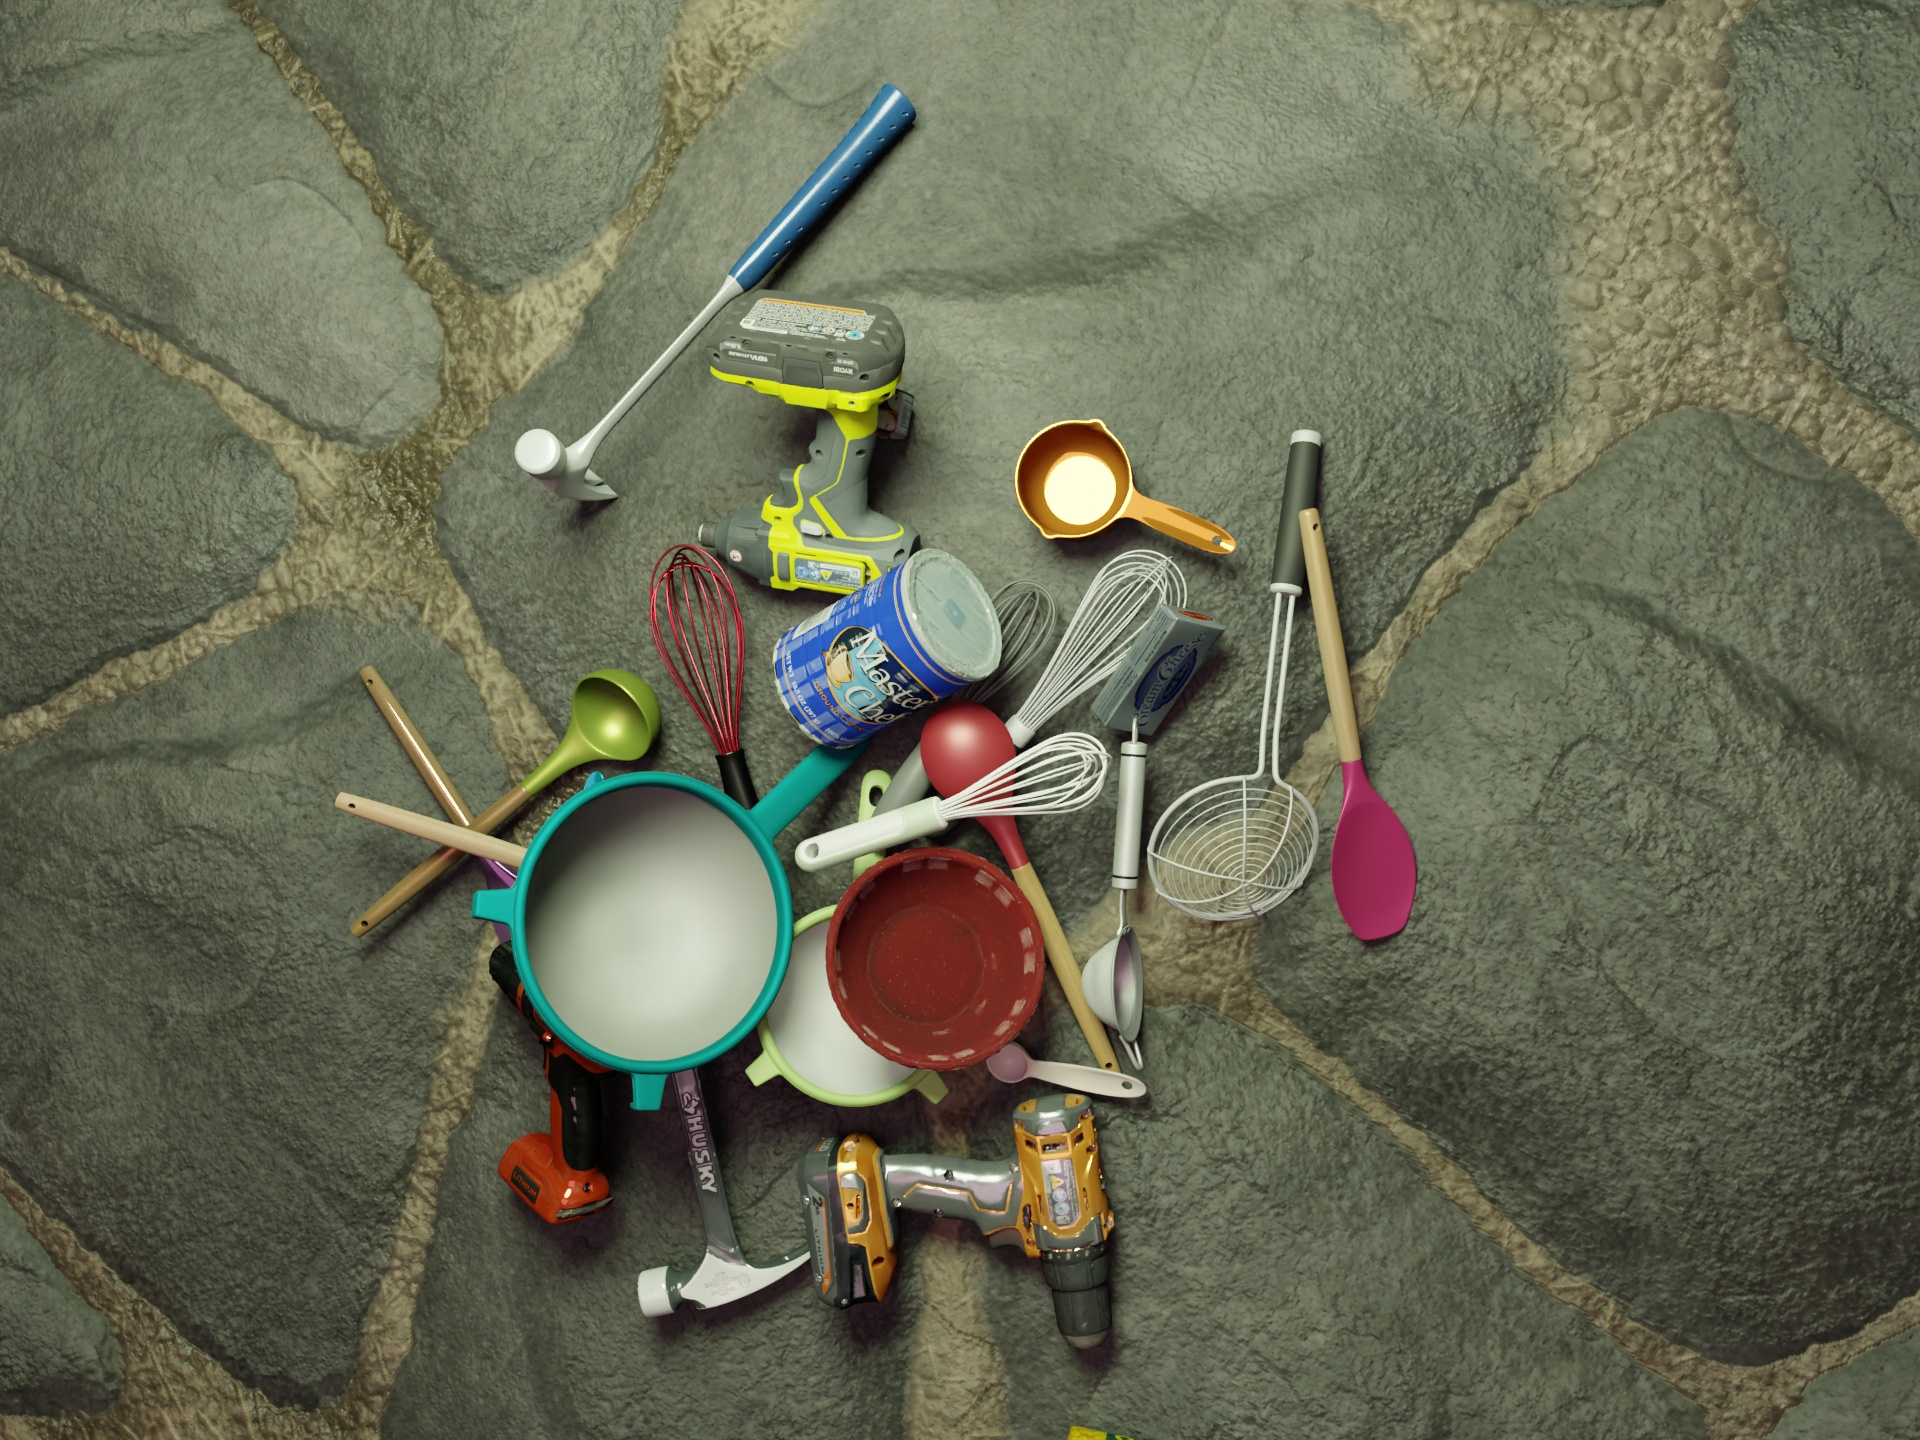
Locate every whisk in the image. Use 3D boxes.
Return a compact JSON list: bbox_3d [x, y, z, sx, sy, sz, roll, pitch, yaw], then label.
[{"bbox_3d":[-0.008,0.064,1.144,0.246,0.059,0.058,-19,65,13],"label":"whisk"},{"bbox_3d":[-0.186,0.006,1.250,0.073,0.073,0.296,-13,93,10],"label":"whisk"},{"bbox_3d":[0.065,-0.016,1.201,0.070,0.070,0.284,43,102,8],"label":"whisk"},{"bbox_3d":[-0.001,-0.003,1.209,0.055,0.055,0.239,33,91,9],"label":"whisk"}]

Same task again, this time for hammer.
[{"bbox_3d":[-0.213,0.252,1.231,0.149,0.036,0.409,-11,94,0],"label":"hammer"},{"bbox_3d":[-0.181,-0.328,1.231,0.035,0.144,0.405,41,88,6],"label":"hammer"}]

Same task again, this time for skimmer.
[{"bbox_3d":[0.221,-0.033,1.181,0.127,0.090,0.363,11,80,-13],"label":"skimmer"}]

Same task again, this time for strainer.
[{"bbox_3d":[-0.196,0.110,1.181,0.340,0.095,0.211,-45,105,-35],"label":"strainer"},{"bbox_3d":[-0.079,0.168,1.228,0.151,0.069,0.256,7,72,-8],"label":"strainer"},{"bbox_3d":[0.119,0.127,1.175,0.050,0.087,0.258,4,91,20],"label":"strainer"}]

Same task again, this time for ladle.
[{"bbox_3d":[-0.369,0.073,1.269,0.320,0.062,0.078,-39,94,4],"label":"ladle"},{"bbox_3d":[0.054,0.132,1.190,0.069,0.031,0.315,-24,98,4],"label":"ladle"}]

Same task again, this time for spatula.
[{"bbox_3d":[-0.407,0.088,1.308,0.060,0.018,0.316,-35,84,9],"label":"spatula"}]

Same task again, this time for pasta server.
[{"bbox_3d":[-0.336,0.112,1.248,0.316,0.040,0.060,19,94,-6],"label":"pasta server"}]

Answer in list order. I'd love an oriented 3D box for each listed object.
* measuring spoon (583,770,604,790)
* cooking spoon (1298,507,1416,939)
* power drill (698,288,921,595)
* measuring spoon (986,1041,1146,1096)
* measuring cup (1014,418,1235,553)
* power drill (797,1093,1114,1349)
[{"bbox_3d":[-0.300,0.106,1.292,0.042,0.021,0.129,4,81,10],"label":"measuring spoon"},{"bbox_3d":[0.280,0.004,1.157,0.068,0.017,0.319,-13,96,-14],"label":"cooking spoon"},{"bbox_3d":[-0.117,-0.195,1.176,0.171,0.080,0.223,10,131,9],"label":"power drill"},{"bbox_3d":[0.081,0.266,1.211,0.124,0.018,0.034,9,111,14],"label":"measuring spoon"},{"bbox_3d":[0.125,-0.161,1.194,0.173,0.052,0.095,24,94,8],"label":"measuring cup"},{"bbox_3d":[0.004,0.388,1.200,0.226,0.084,0.185,-9,90,6],"label":"power drill"}]
